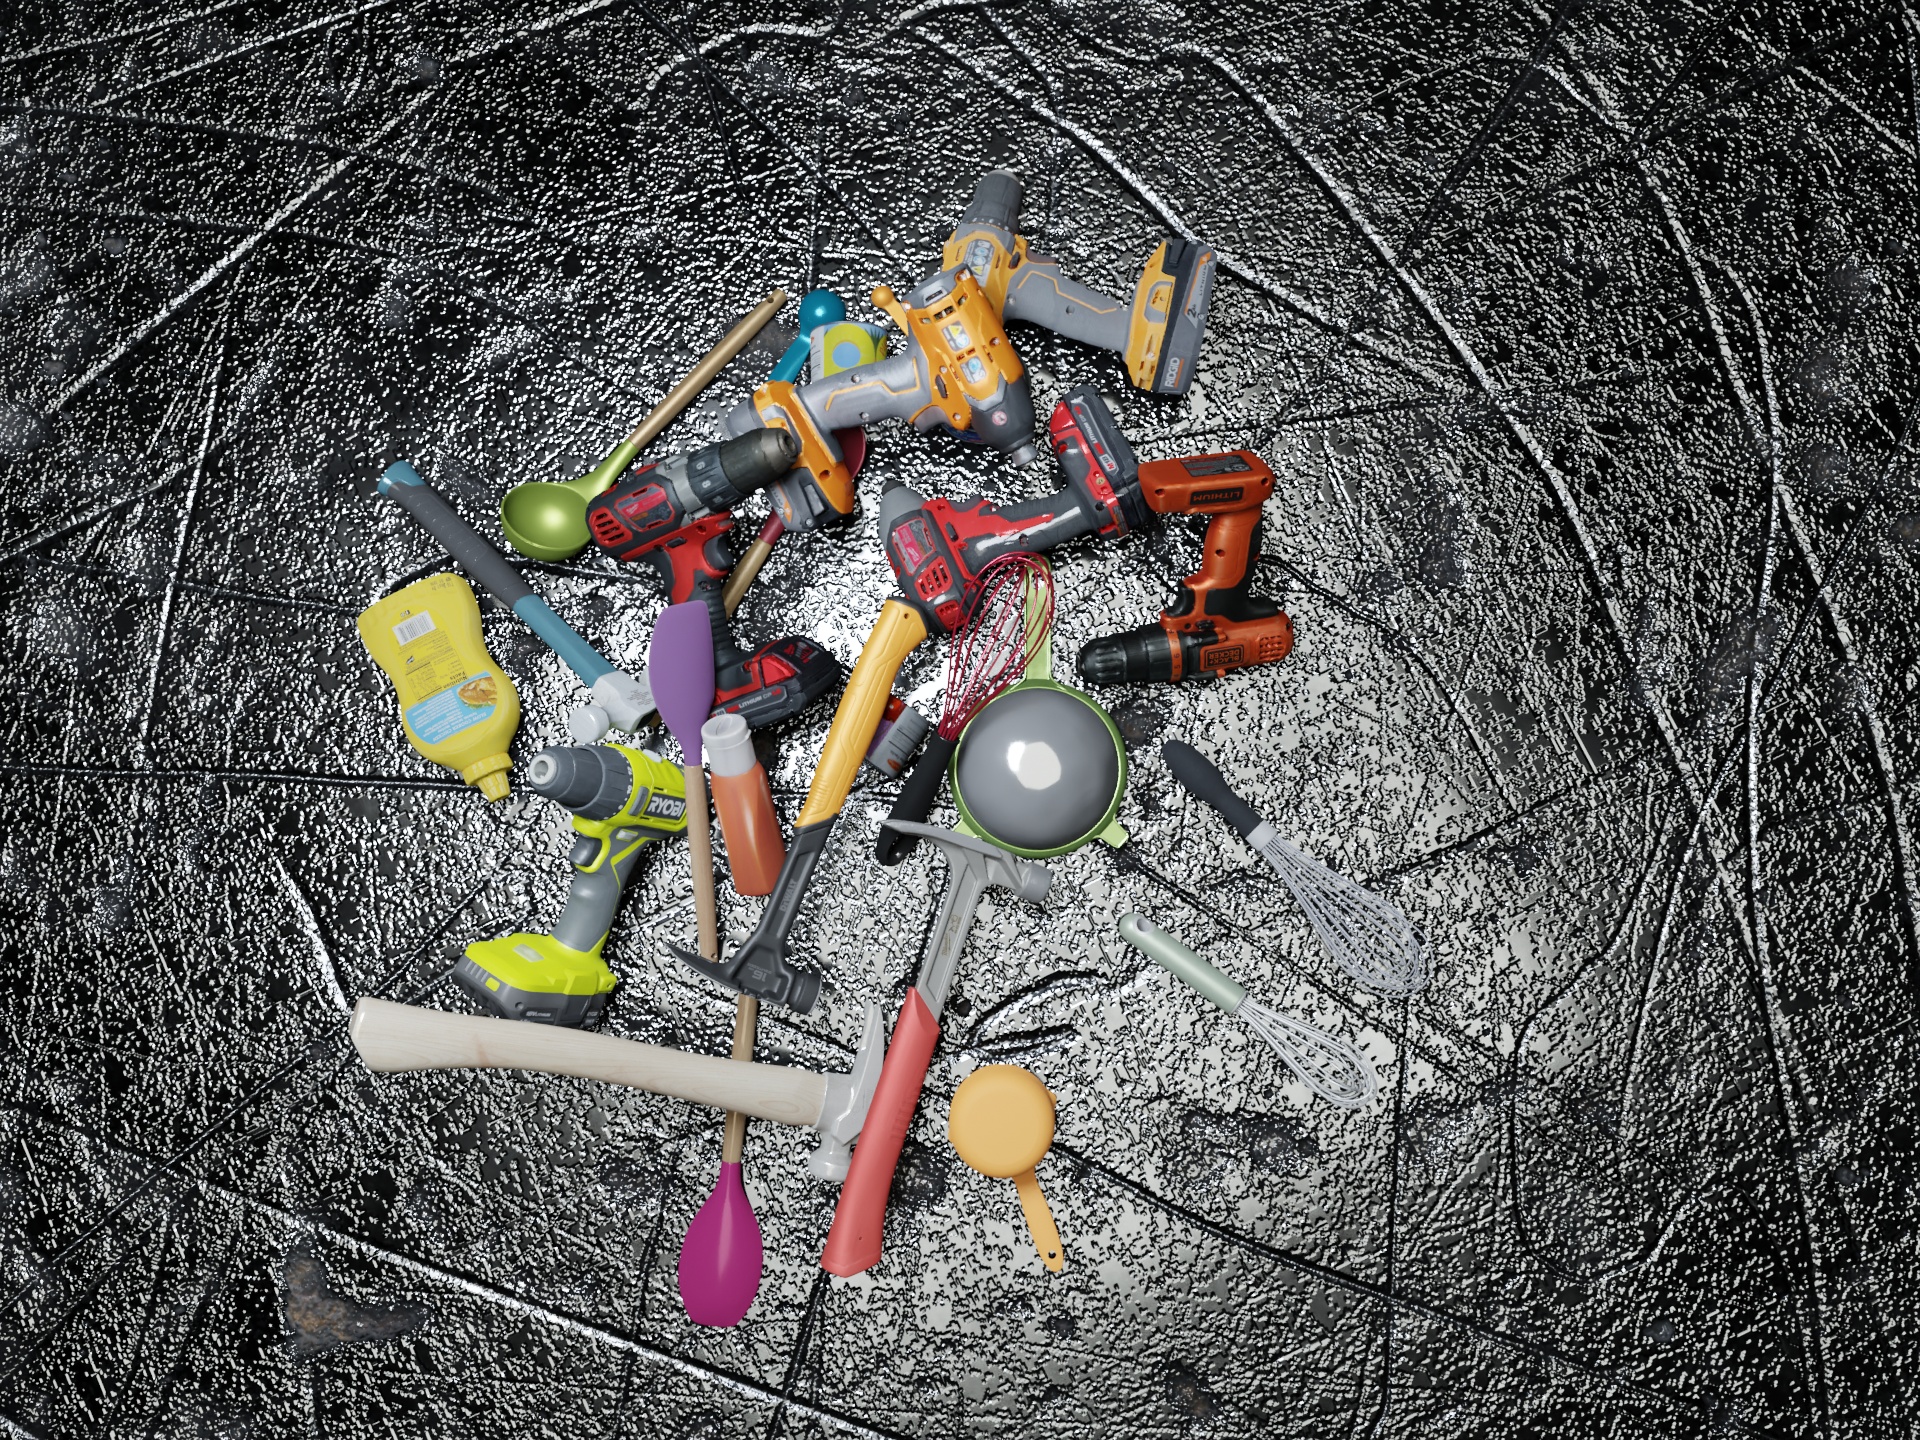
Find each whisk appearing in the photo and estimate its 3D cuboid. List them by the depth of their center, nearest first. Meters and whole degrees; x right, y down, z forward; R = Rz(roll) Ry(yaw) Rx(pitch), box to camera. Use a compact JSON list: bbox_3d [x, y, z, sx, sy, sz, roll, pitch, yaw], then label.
[{"bbox_3d":[-0.002,-0.004,1.282,0.073,0.073,0.295,28,110,4],"label":"whisk"},{"bbox_3d":[0.233,0.235,1.298,0.246,0.059,0.058,35,50,9],"label":"whisk"},{"bbox_3d":[0.270,0.118,1.303,0.285,0.070,0.070,44,87,11],"label":"whisk"}]

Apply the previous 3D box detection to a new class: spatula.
[{"bbox_3d":[-0.214,0.059,1.277,0.059,0.018,0.315,-18,116,-38],"label":"spatula"}]

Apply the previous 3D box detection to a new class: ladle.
[{"bbox_3d":[-0.180,-0.130,1.356,0.069,0.031,0.315,32,88,-1],"label":"ladle"},{"bbox_3d":[-0.264,-0.259,1.357,0.078,0.062,0.320,42,85,10],"label":"ladle"}]

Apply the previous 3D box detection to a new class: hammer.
[{"bbox_3d":[-0.253,0.256,1.227,0.410,0.038,0.146,16,85,-24],"label":"hammer"},{"bbox_3d":[-0.112,0.055,1.253,0.127,0.034,0.337,24,84,-18],"label":"hammer"},{"bbox_3d":[-0.049,0.264,1.275,0.149,0.037,0.359,20,84,-14],"label":"hammer"},{"bbox_3d":[-0.373,-0.106,1.327,0.331,0.128,0.033,42,118,14],"label":"hammer"}]

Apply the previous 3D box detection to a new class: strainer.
[{"bbox_3d":[0.064,-0.014,1.313,0.151,0.069,0.256,0,86,2],"label":"strainer"}]

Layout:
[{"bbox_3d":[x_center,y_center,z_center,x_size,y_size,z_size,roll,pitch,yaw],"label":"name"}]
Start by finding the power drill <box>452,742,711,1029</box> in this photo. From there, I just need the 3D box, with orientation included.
[{"bbox_3d":[-0.306,0.124,1.257,0.080,0.190,0.228,26,92,25],"label":"power drill"}]

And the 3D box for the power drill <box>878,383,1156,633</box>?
[{"bbox_3d":[0.038,-0.179,1.321,0.219,0.078,0.143,-27,64,5],"label":"power drill"}]

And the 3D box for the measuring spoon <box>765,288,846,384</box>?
[{"bbox_3d":[-0.143,-0.318,1.374,0.042,0.021,0.128,30,85,5],"label":"measuring spoon"}]

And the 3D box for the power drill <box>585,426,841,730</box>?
[{"bbox_3d":[-0.178,-0.112,1.273,0.188,0.080,0.226,-20,102,24],"label":"power drill"}]

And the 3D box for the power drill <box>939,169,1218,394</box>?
[{"bbox_3d":[0.096,-0.372,1.334,0.226,0.084,0.185,12,63,3],"label":"power drill"}]

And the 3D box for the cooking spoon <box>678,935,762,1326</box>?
[{"bbox_3d":[-0.187,0.338,1.314,0.069,0.017,0.319,5,85,2],"label":"cooking spoon"}]

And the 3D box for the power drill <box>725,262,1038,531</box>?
[{"bbox_3d":[-0.054,-0.239,1.275,0.226,0.084,0.164,-27,103,16],"label":"power drill"}]

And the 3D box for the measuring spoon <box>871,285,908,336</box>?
[{"bbox_3d":[-0.034,-0.334,1.377,0.021,0.011,0.117,-44,86,-2],"label":"measuring spoon"}]

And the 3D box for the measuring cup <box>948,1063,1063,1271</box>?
[{"bbox_3d":[0.048,0.365,1.285,0.095,0.052,0.174,-21,82,0],"label":"measuring cup"}]
